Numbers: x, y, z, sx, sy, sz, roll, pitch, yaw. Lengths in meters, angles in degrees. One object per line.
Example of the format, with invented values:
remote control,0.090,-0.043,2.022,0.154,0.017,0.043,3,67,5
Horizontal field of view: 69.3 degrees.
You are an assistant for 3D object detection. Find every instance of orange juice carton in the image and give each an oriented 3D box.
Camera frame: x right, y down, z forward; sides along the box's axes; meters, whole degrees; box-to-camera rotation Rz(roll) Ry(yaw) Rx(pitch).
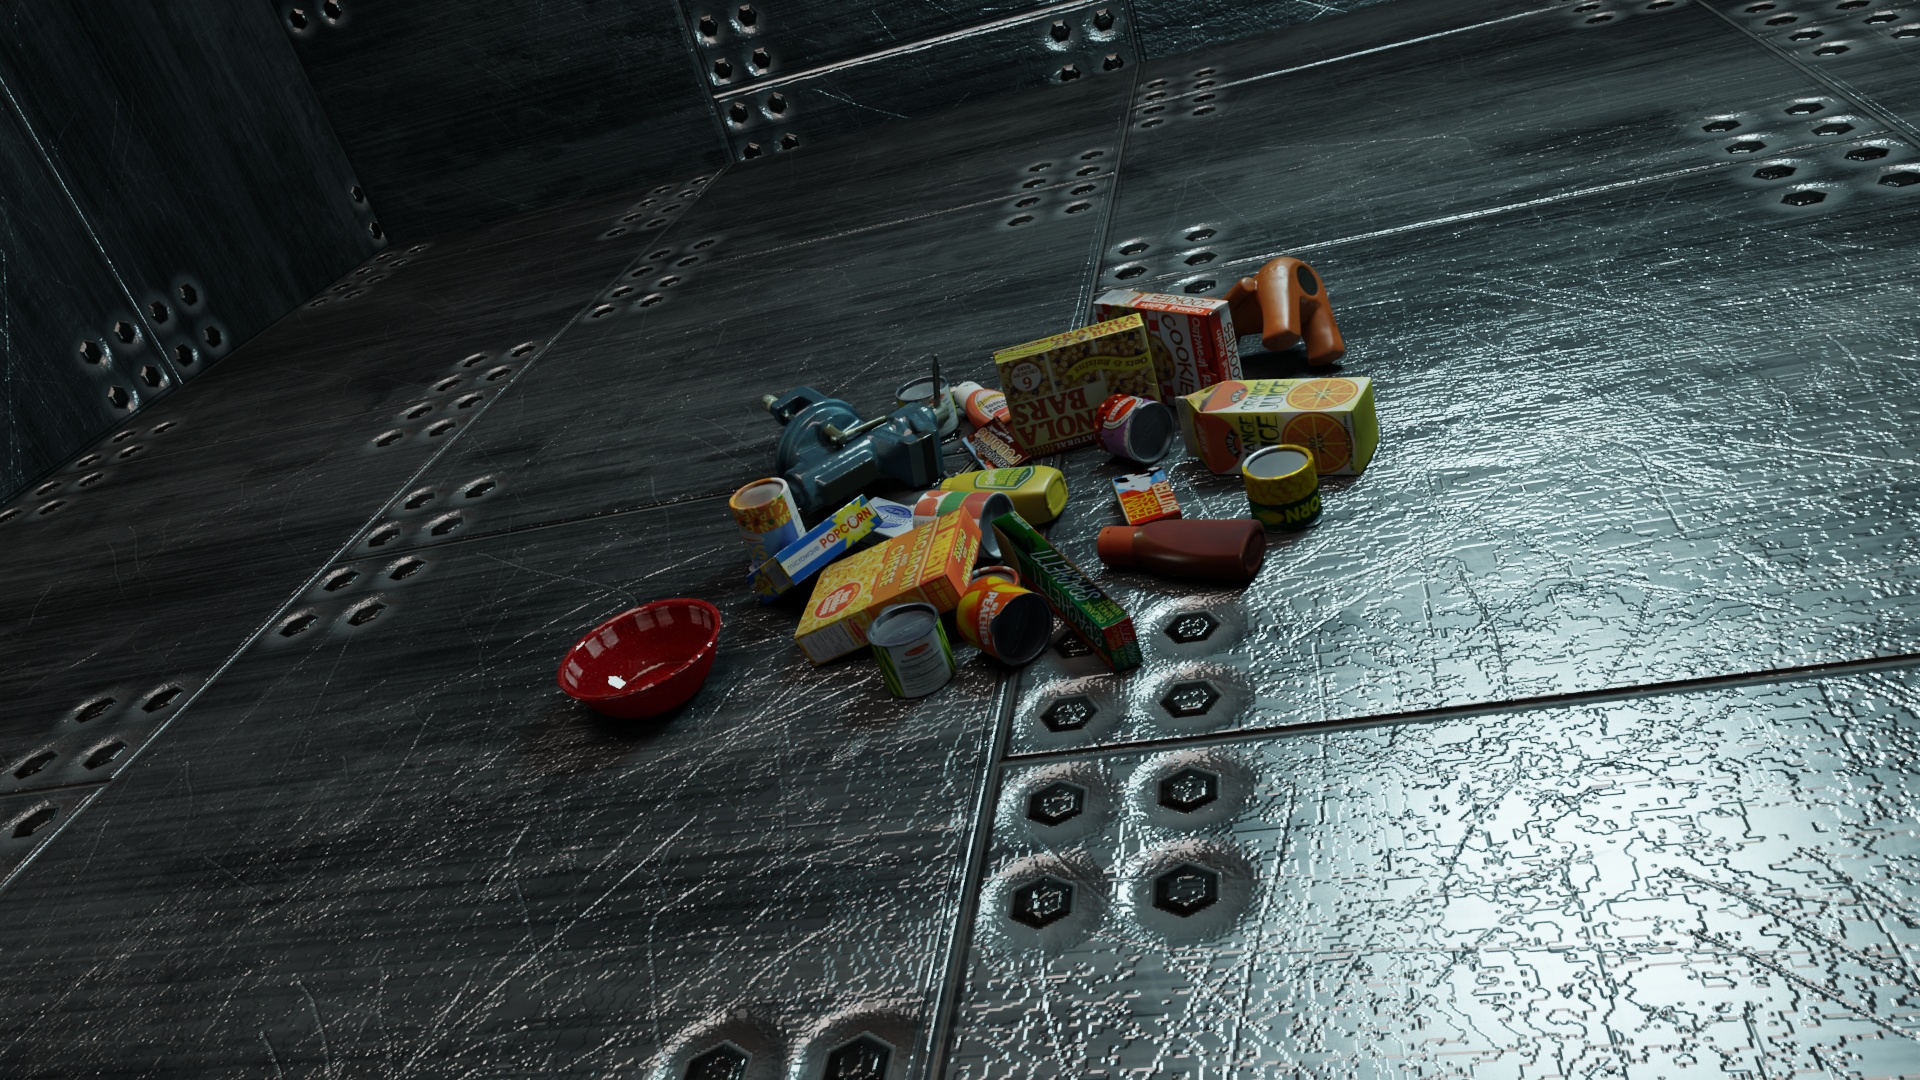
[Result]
orange juice carton,0.309,-0.114,1.385,0.192,0.071,0.073,2,33,32

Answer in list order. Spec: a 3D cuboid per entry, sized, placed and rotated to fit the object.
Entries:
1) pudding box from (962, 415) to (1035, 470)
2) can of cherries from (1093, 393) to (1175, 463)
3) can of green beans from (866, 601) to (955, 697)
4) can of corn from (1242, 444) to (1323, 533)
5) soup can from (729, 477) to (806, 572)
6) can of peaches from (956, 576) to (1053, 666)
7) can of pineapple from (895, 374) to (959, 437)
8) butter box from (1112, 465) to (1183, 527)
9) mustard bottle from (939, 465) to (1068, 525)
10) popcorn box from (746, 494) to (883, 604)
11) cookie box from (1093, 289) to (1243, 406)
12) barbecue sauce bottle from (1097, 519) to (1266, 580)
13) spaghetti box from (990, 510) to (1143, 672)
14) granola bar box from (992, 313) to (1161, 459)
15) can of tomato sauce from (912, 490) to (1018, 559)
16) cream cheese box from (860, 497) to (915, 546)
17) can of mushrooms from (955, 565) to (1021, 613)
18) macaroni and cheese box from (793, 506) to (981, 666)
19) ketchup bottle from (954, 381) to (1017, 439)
pudding box,0.043,-0.092,1.510,0.050,0.030,0.084,-34,46,-1
can of cherries,0.182,-0.121,1.469,0.072,0.071,0.058,-32,31,-24
can of green beans,-0.043,0.096,1.221,0.071,0.057,0.071,-14,28,8
can of corn,0.300,-0.048,1.287,0.071,0.058,0.071,-14,28,8
soup can,-0.205,-0.014,1.482,0.071,0.083,0.072,-14,28,8
can of peaches,0.036,0.069,1.213,0.071,0.071,0.058,-32,30,-25
can of pineapple,-0.040,-0.161,1.678,0.071,0.057,0.071,-13,28,7
butter box,0.184,-0.036,1.366,0.053,0.024,0.104,-16,28,4
mustard bottle,0.029,-0.046,1.444,0.160,0.048,0.066,0,32,29
popcorn box,-0.149,0.010,1.419,0.127,0.038,0.085,-37,3,-32
cookie box,0.232,-0.210,1.546,0.040,0.122,0.167,-36,33,-29
barbecue sauce bottle,0.198,0.006,1.263,0.148,0.043,0.065,2,33,33
spaghetti box,0.091,0.041,1.253,0.029,0.050,0.251,-26,29,-11
granola bar box,0.131,-0.167,1.523,0.165,0.123,0.039,-15,29,6
can of tomato sauce,0.005,-0.017,1.389,0.083,0.071,0.071,3,34,35
cream cheese box,-0.074,-0.015,1.473,0.053,0.024,0.104,-37,33,-29
can of mushrooms,0.028,0.054,1.282,0.071,0.033,0.071,-13,27,7
macaroni and cheese box,-0.066,0.043,1.309,0.166,0.040,0.124,-23,25,22
ketchup bottle,0.037,-0.150,1.632,0.065,0.043,0.149,-18,27,-17
